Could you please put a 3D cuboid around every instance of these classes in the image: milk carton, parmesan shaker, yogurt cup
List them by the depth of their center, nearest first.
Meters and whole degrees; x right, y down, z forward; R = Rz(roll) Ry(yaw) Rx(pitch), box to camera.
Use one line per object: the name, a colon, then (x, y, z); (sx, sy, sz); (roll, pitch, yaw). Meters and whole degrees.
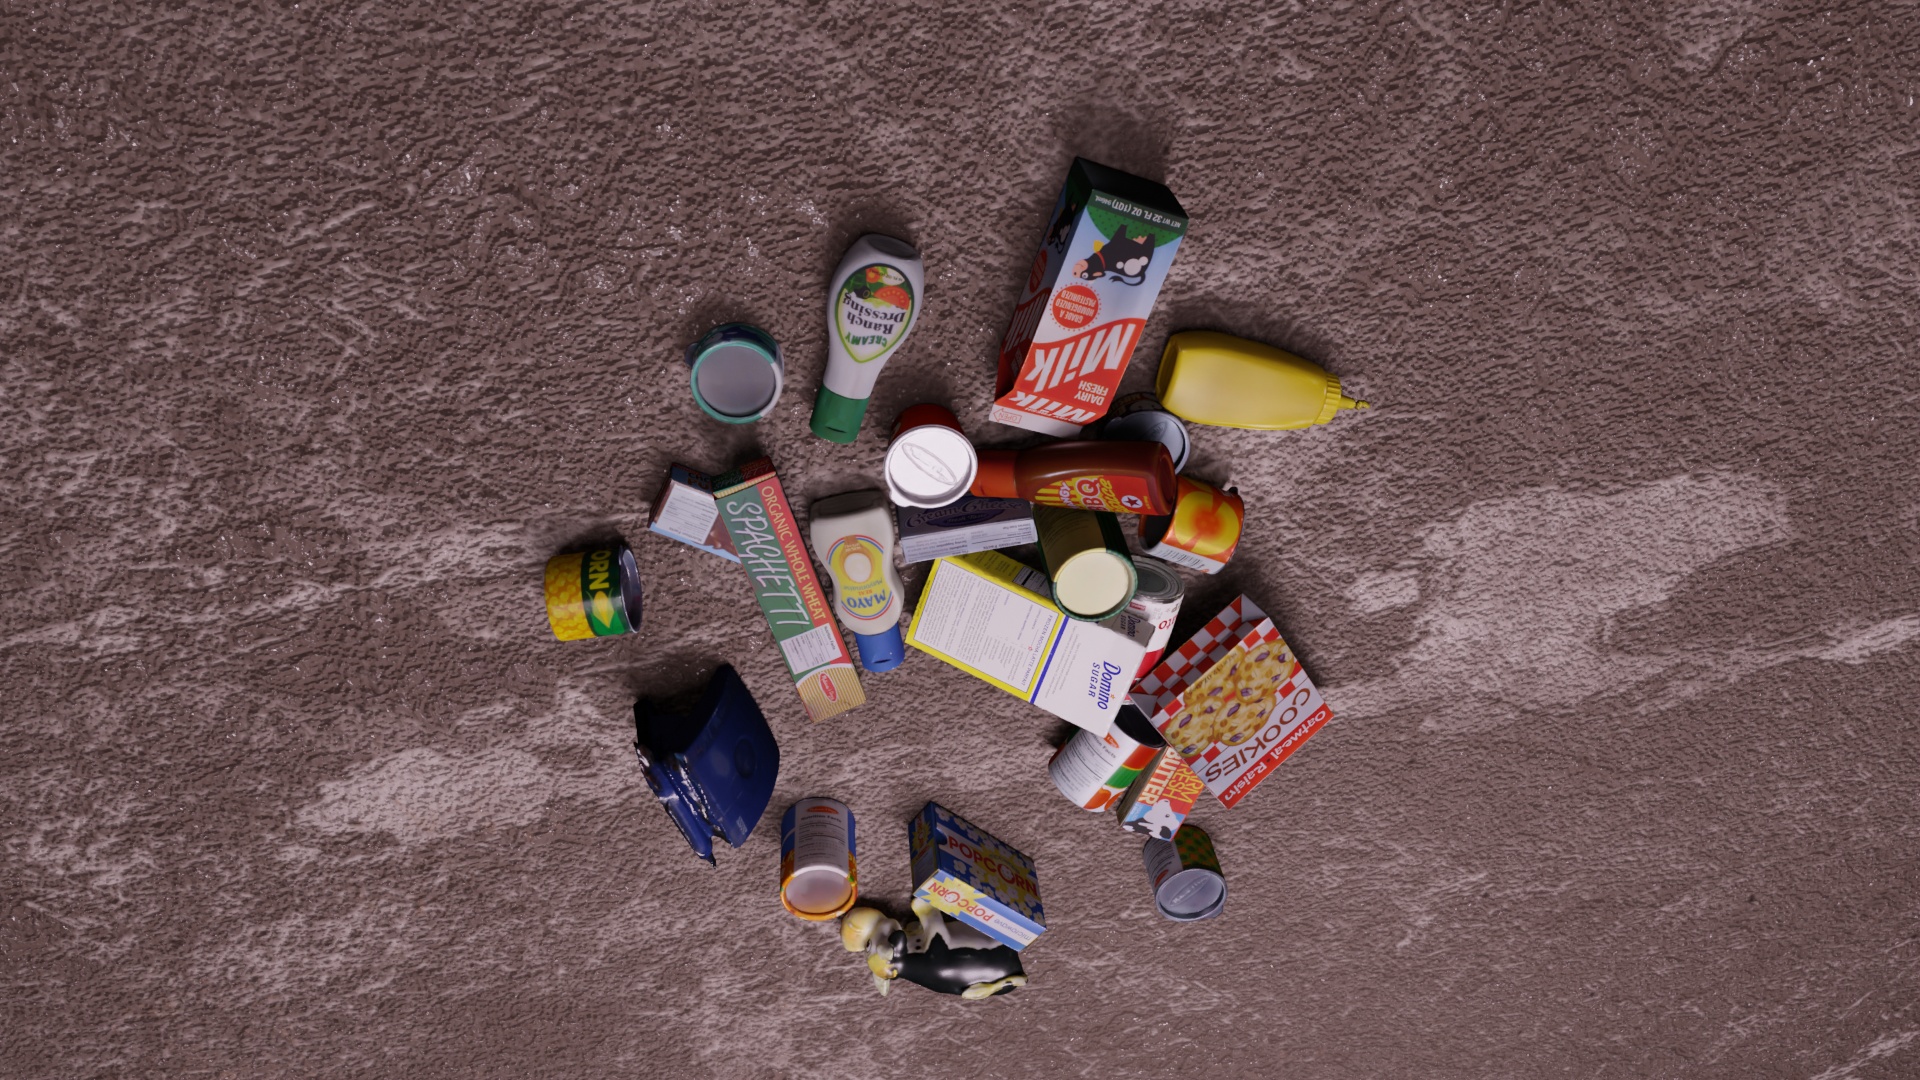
milk carton: (0.083, -0.158, 0.967); (0.072, 0.074, 0.189); (13, 119, -14)
yogurt cup: (-0.024, -0.065, 1.022); (0.072, 0.054, 0.072); (-3, 121, -4)
parmesan shaker: (0.091, 0.009, 1.050); (0.071, 0.103, 0.071); (-3, 121, -4)

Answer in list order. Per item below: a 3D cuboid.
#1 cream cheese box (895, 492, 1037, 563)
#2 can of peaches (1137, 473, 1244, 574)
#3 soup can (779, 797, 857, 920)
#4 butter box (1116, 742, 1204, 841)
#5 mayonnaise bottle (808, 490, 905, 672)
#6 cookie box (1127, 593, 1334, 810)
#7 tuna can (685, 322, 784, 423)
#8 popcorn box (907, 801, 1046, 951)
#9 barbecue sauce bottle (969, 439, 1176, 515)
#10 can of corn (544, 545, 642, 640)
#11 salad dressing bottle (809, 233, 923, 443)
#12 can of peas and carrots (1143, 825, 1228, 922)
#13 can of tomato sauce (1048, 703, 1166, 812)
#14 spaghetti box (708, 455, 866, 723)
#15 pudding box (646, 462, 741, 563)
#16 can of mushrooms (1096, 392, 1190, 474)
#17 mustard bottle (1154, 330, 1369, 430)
cream cheese box: (0.004, -0.013, 1.057); (0.104, 0.053, 0.024); (-9, 121, 0)
can of peaches: (0.177, -0.016, 1.068); (0.058, 0.071, 0.071); (17, 118, -15)
soup can: (-0.123, 0.277, 1.199); (0.071, 0.084, 0.071); (-3, 122, -4)
butter box: (0.183, 0.218, 1.231); (0.053, 0.024, 0.103); (17, 117, -15)
mayonnaise bottle: (-0.074, 0.034, 1.084); (0.065, 0.041, 0.147); (-11, 121, 1)
cookie box: (0.224, 0.135, 1.139); (0.123, 0.040, 0.167); (-41, 132, 0)
tuna can: (-0.161, -0.119, 0.988); (0.071, 0.033, 0.070); (-3, 121, -5)
popcorn box: (0.014, 0.297, 1.224); (0.126, 0.085, 0.038); (34, 113, -23)
barbecue sauce bottle: (0.080, -0.048, 1.020); (0.148, 0.044, 0.064); (3, 150, 23)
can of corn: (-0.277, 0.039, 1.050); (0.058, 0.071, 0.070); (-7, 121, -1)
salad dressing bottle: (-0.070, -0.140, 0.979); (0.064, 0.044, 0.147); (14, 119, -12)
can of peas and carrots: (0.206, 0.304, 1.264); (0.071, 0.059, 0.070); (-3, 122, -5)
can of tomato sauce: (0.125, 0.179, 1.178); (0.071, 0.071, 0.082); (27, 115, -20)
spaghetti box: (-0.129, 0.043, 1.065); (0.050, 0.029, 0.248); (-22, 130, -6)
pudding box: (-0.188, -0.019, 1.047); (0.084, 0.030, 0.049); (21, 115, -18)
can of mushrooms: (0.135, -0.077, 1.045); (0.071, 0.033, 0.070); (-3, 122, -4)
mustard bottle: (0.226, -0.112, 1.024); (0.160, 0.049, 0.065); (9, 119, -12)
